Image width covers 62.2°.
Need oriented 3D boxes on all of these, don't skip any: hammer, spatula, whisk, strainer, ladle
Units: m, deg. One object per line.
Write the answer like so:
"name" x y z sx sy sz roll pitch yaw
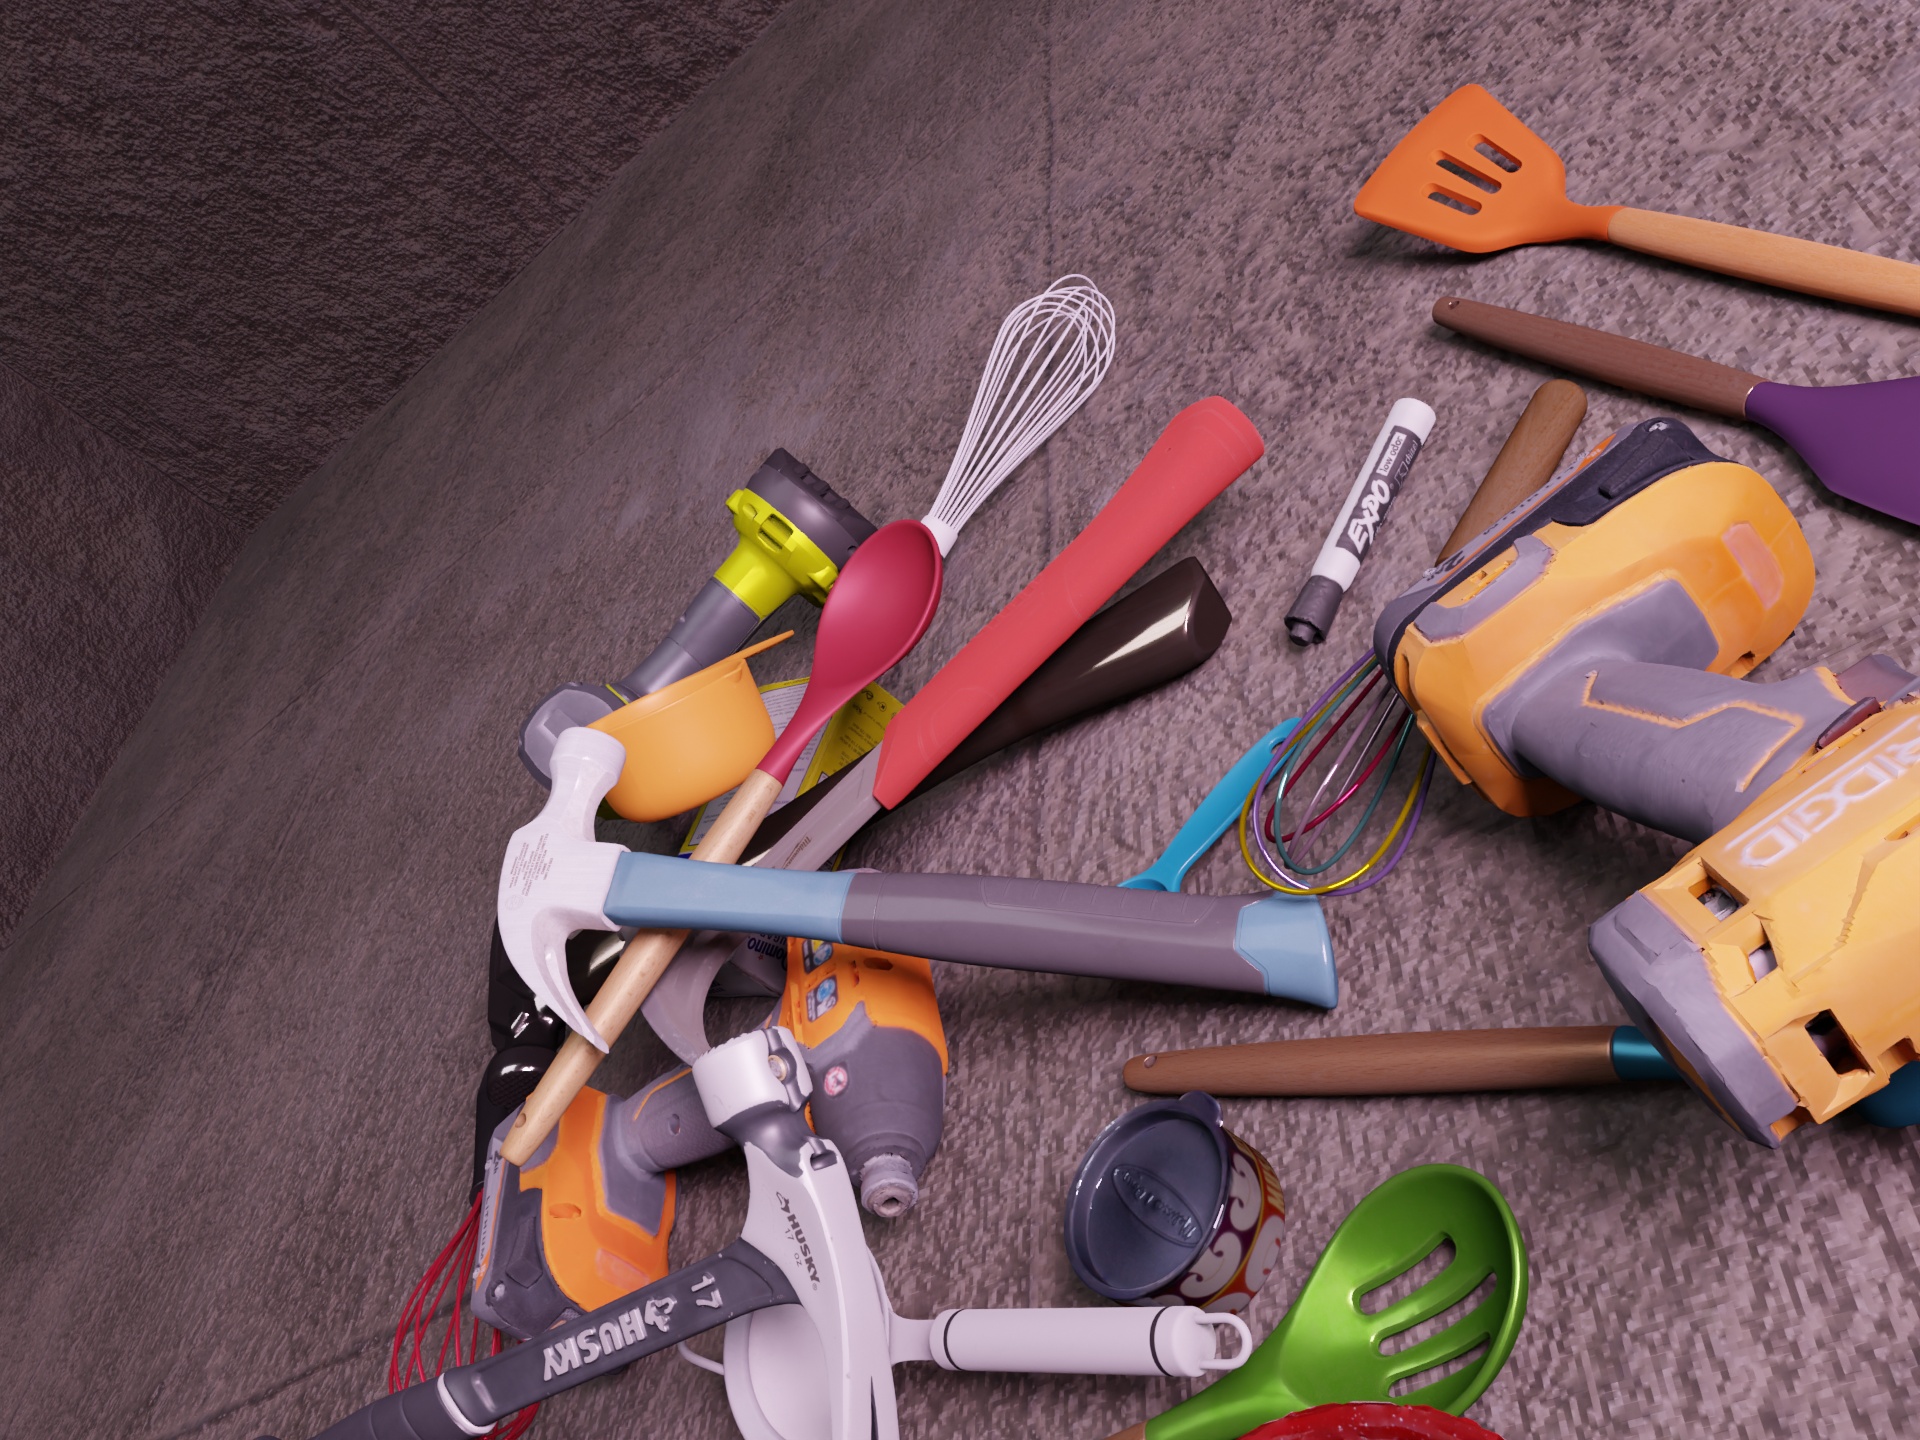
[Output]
"hammer" -0.061 0.037 0.758 0.410 0.038 0.146 -31 40 14
"spatula" 0.270 -0.122 0.571 0.060 0.018 0.316 -46 31 2
"hammer" -0.001 -0.002 0.680 0.359 0.036 0.149 -44 34 -4
"spatula" 0.161 0.088 0.457 0.317 0.044 0.082 -17 29 46
"whisk" 0.168 -0.038 0.573 0.047 0.051 0.245 -5 44 57
"strainer" -0.004 0.207 0.528 0.258 0.050 0.087 -22 58 45
"whisk" -0.238 0.254 0.802 0.073 0.073 0.296 -45 24 9
"whisk" 0.003 -0.131 0.907 0.284 0.070 0.070 -58 30 -5
"ladle" -0.095 0.045 0.667 0.069 0.031 0.315 11 62 47
"spatula" 0.274 -0.198 0.629 0.081 0.041 0.323 -46 31 5
"hammer" -0.027 0.070 0.591 0.331 0.033 0.128 2 60 20
"hammer" -0.177 0.262 0.614 0.409 0.036 0.149 -34 70 32

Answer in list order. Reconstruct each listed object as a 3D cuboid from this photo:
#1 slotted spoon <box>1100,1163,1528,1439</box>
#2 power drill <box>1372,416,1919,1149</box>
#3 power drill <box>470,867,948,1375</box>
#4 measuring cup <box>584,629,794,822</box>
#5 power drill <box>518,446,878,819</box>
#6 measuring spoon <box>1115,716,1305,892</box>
"slotted spoon" 0.041 0.227 0.481 0.313 0.031 0.070 -39 31 23
"power drill" 0.220 -0.013 0.413 0.185 0.084 0.226 -38 20 10
"power drill" -0.101 0.180 0.673 0.226 0.084 0.164 -37 32 14
"measuring cup" -0.116 -0.001 0.787 0.095 0.052 0.173 -19 10 27
"power drill" -0.146 -0.035 0.930 0.228 0.080 0.190 -48 -7 -5
"measuring spoon" 0.097 0.051 0.619 0.128 0.021 0.042 -47 28 -13
